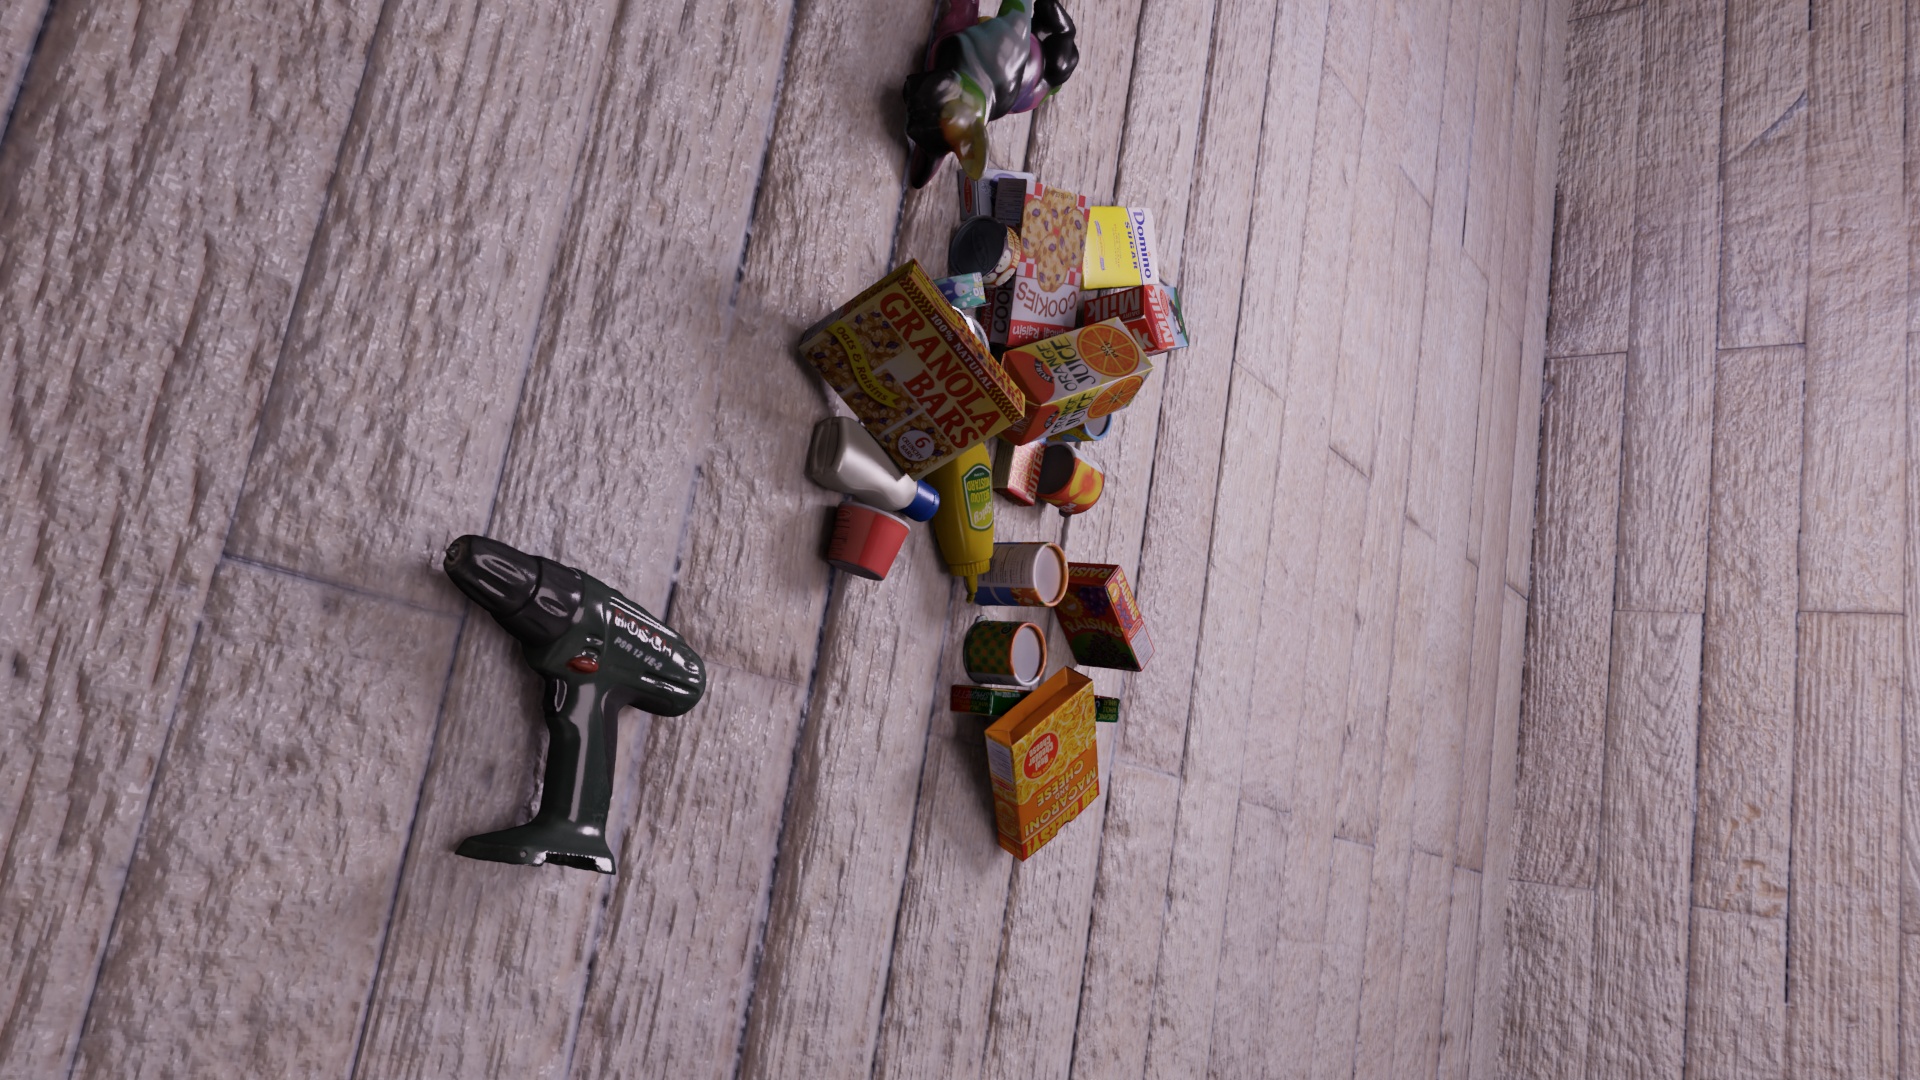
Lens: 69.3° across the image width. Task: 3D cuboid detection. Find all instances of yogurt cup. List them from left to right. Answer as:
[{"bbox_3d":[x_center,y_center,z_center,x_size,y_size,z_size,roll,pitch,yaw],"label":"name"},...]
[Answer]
[{"bbox_3d":[-0.085,0.002,1.231,0.072,0.072,0.054,32,72,-48],"label":"yogurt cup"}]

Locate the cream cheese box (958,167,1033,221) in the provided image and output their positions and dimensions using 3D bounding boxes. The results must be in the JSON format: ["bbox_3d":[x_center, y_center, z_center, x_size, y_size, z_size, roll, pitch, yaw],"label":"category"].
[{"bbox_3d":[0.039,-0.354,1.429,0.104,0.024,0.053,-12,101,-52],"label":"cream cheese box"}]

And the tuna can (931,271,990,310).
[{"bbox_3d":[-0.008,-0.236,1.328,0.071,0.071,0.032,-23,107,-50],"label":"tuna can"}]

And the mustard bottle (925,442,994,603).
[{"bbox_3d":[0.005,-0.017,1.358,0.065,0.049,0.160,-17,103,-50],"label":"mustard bottle"}]

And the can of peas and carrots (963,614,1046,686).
[{"bbox_3d":[0.046,0.111,1.402,0.071,0.058,0.071,1,89,-53],"label":"can of peas and carrots"}]

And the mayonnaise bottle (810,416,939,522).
[{"bbox_3d":[-0.075,-0.058,1.262,0.148,0.041,0.065,31,59,-50],"label":"mayonnaise bottle"}]

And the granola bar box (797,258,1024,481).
[{"bbox_3d":[-0.041,-0.146,1.213,0.165,0.124,0.039,49,25,-25],"label":"granola bar box"}]

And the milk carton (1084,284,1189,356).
[{"bbox_3d":[0.194,-0.241,1.546,0.191,0.072,0.073,-21,98,-66],"label":"milk carton"}]

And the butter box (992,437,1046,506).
[{"bbox_3d":[0.063,-0.092,1.456,0.053,0.024,0.104,29,67,-48],"label":"butter box"}]

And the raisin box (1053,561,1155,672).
[{"bbox_3d":[0.151,0.083,1.517,0.040,0.086,0.123,-47,125,-36],"label":"raisin box"}]

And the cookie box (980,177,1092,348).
[{"bbox_3d":[0.079,-0.282,1.441,0.123,0.040,0.167,-4,104,-53],"label":"cookie box"}]

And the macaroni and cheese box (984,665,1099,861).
[{"bbox_3d":[0.086,0.228,1.412,0.124,0.040,0.165,-34,133,-33],"label":"macaroni and cheese box"}]

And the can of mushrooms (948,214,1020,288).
[{"bbox_3d":[0.026,-0.286,1.374,0.033,0.071,0.071,15,77,-54],"label":"can of mushrooms"}]

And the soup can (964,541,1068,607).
[{"bbox_3d":[0.058,0.035,1.399,0.071,0.083,0.071,1,89,-53],"label":"soup can"}]

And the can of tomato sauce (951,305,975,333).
[{"bbox_3d":[-0.039,-0.180,1.276,0.071,0.083,0.071,1,89,-53],"label":"can of tomato sauce"}]

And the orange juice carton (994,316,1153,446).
[{"bbox_3d":[0.094,-0.157,1.413,0.193,0.071,0.073,-21,68,-29],"label":"orange juice carton"}]

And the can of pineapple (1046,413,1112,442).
[{"bbox_3d":[0.124,-0.138,1.510,0.071,0.058,0.071,0,90,-53],"label":"can of pineapple"}]

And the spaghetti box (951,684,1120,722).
[{"bbox_3d":[0.084,0.172,1.459,0.250,0.050,0.028,12,82,-52],"label":"spaghetti box"}]

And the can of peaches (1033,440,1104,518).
[{"bbox_3d":[0.110,-0.065,1.484,0.058,0.071,0.071,27,68,-49],"label":"can of peaches"}]
